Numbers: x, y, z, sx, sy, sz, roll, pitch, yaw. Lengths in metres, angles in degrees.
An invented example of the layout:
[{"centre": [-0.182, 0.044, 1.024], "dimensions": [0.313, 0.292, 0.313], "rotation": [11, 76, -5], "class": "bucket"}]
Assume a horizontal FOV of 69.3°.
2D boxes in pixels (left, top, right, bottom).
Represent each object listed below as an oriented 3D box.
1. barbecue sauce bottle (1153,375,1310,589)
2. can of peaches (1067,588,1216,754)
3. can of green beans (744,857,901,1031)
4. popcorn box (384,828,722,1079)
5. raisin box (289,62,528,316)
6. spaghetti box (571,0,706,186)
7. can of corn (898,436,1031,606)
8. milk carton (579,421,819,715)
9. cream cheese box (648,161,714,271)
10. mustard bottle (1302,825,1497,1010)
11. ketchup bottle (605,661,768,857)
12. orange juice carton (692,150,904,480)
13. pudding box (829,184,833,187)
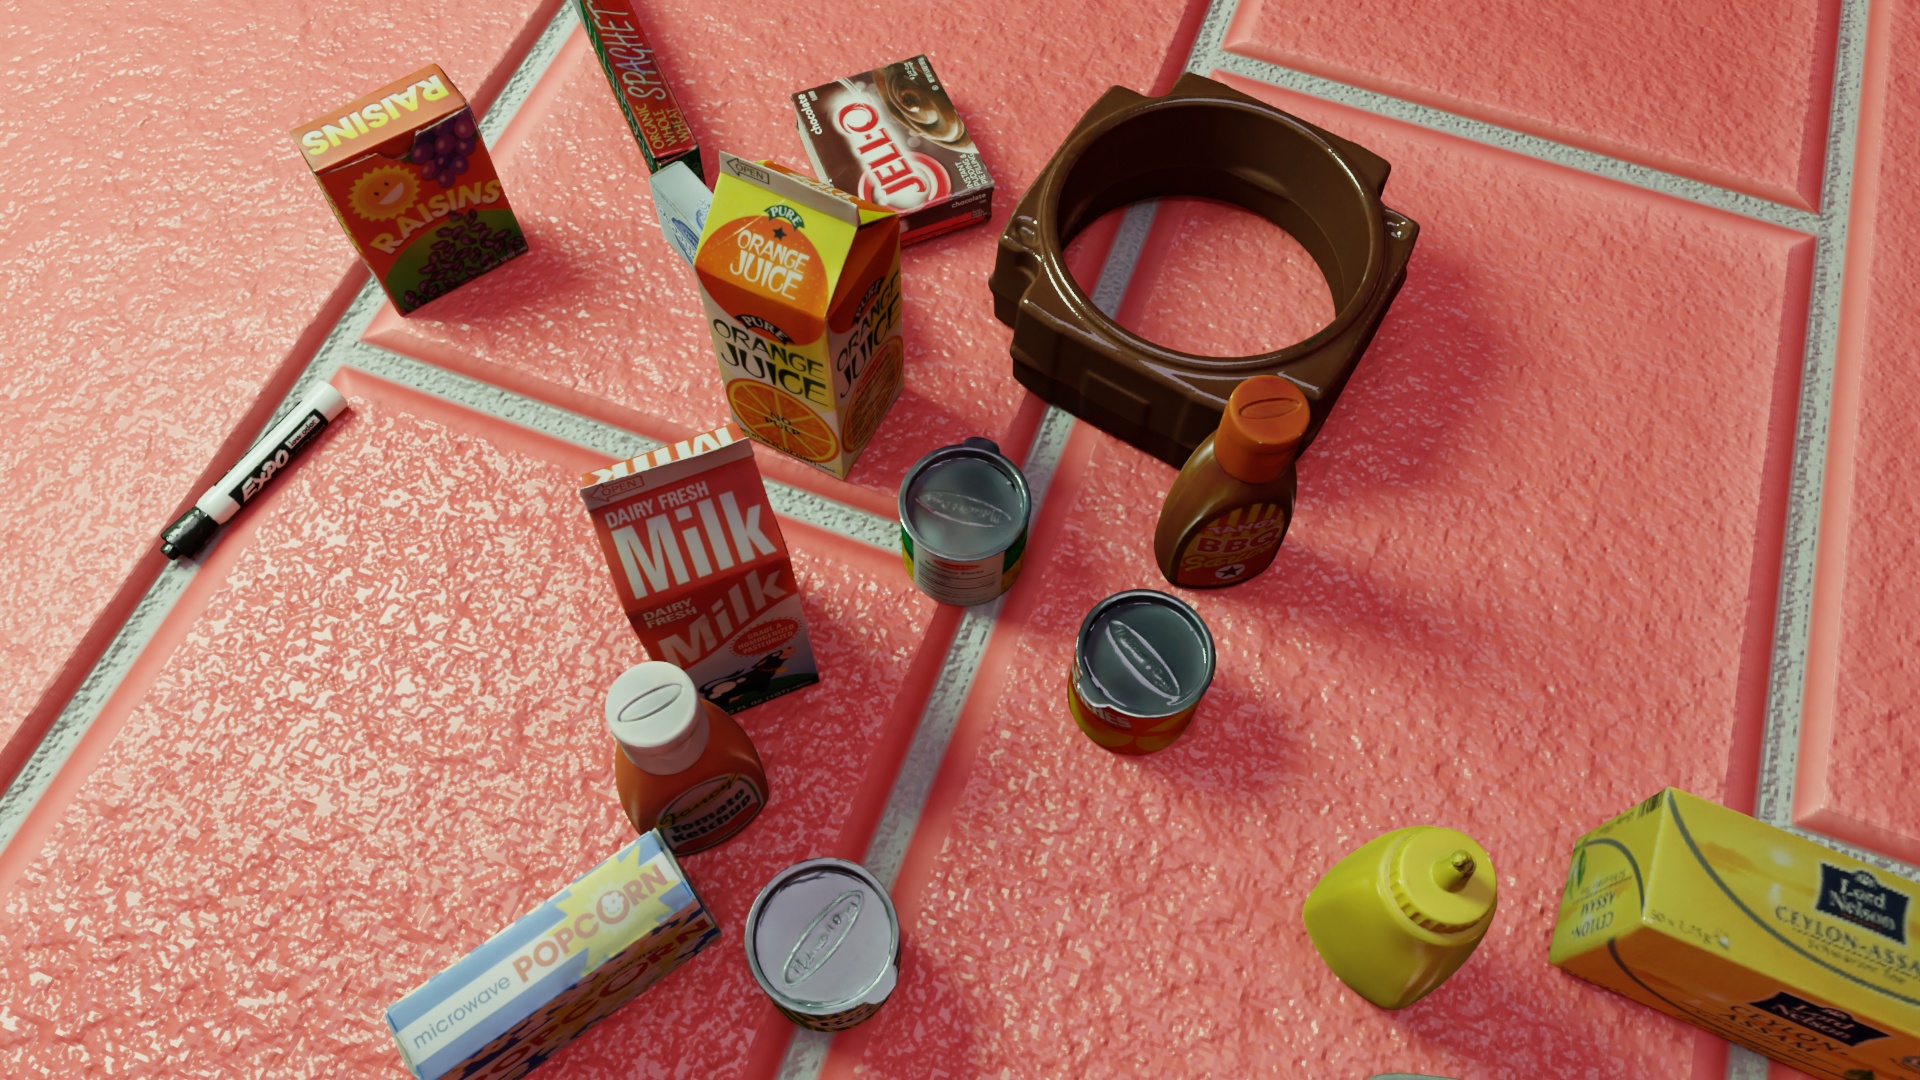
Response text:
[{"centre": [0.135, -0.026, 0.675], "dimensions": [0.065, 0.148, 0.044], "rotation": [-9, 64, -5], "class": "barbecue sauce bottle"}, {"centre": [0.085, 0.066, 0.678], "dimensions": [0.071, 0.057, 0.071], "rotation": [0, 63, -1], "class": "can of peaches"}, {"centre": [-0.059, 0.180, 0.616], "dimensions": [0.071, 0.057, 0.071], "rotation": [0, 63, -1], "class": "can of green beans"}, {"centre": [-0.170, 0.184, 0.597], "dimensions": [0.127, 0.085, 0.038], "rotation": [-33, 68, -16], "class": "popcorn box"}, {"centre": [-0.299, -0.190, 0.765], "dimensions": [0.086, 0.123, 0.040], "rotation": [-32, 68, -16], "class": "raisin box"}, {"centre": [-0.214, -0.310, 0.869], "dimensions": [0.029, 0.050, 0.251], "rotation": [-22, 65, -12], "class": "spaghetti box"}, {"centre": [0.003, -0.009, 0.714], "dimensions": [0.071, 0.058, 0.071], "rotation": [0, 63, -1], "class": "can of corn"}, {"centre": [-0.116, 0.012, 0.627], "dimensions": [0.072, 0.189, 0.073], "rotation": [-20, 65, -10], "class": "milk carton"}, {"centre": [-0.137, -0.164, 0.794], "dimensions": [0.024, 0.053, 0.104], "rotation": [-35, 69, -17], "class": "cream cheese box"}, {"centre": [0.189, 0.152, 0.578], "dimensions": [0.049, 0.159, 0.065], "rotation": [-35, 69, -17], "class": "mustard bottle"}, {"centre": [-0.123, 0.096, 0.608], "dimensions": [0.065, 0.148, 0.043], "rotation": [-28, 67, -14], "class": "ketchup bottle"}, {"centre": [-0.077, -0.116, 0.693], "dimensions": [0.072, 0.191, 0.073], "rotation": [25, 65, 11], "class": "orange juice carton"}, {"centre": [-0.072, -0.155, 0.793], "dimensions": [0.030, 0.049, 0.084], "rotation": [-20, 65, -11], "class": "pudding box"}]
